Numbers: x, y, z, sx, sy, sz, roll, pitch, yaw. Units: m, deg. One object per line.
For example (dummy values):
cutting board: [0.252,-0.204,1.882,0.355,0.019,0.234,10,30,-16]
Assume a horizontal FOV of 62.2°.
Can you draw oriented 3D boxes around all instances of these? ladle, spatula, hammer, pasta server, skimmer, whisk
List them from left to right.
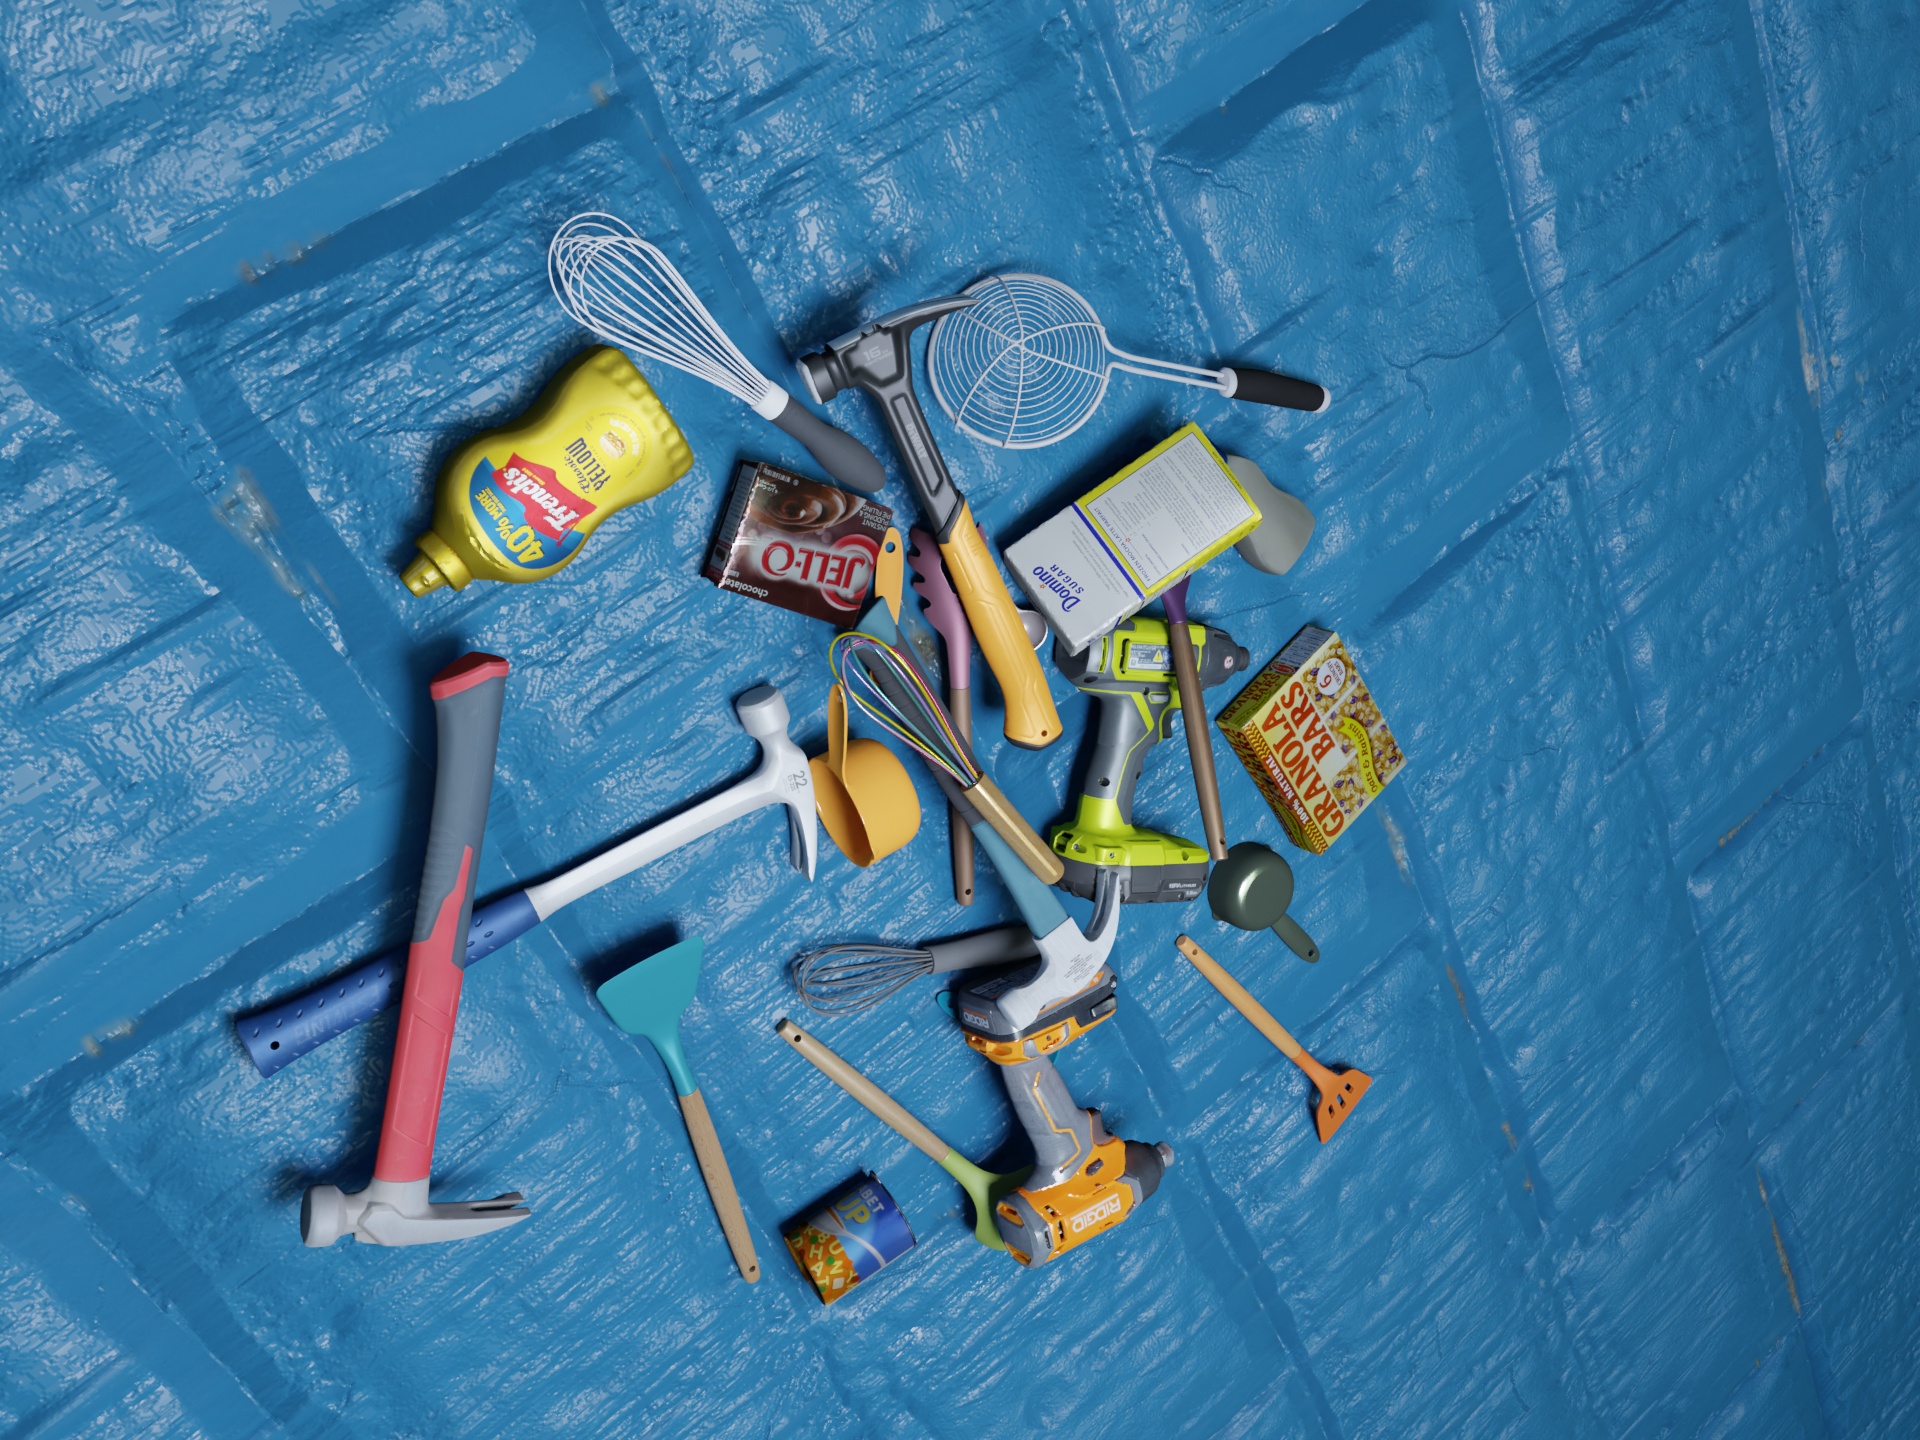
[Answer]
hammer: [-0.317,0.149,1.010,0.143,0.038,0.386,6,100,-33]
hammer: [-0.276,0.125,1.071,0.405,0.035,0.144,-28,116,-21]
spatula: [-0.191,0.297,1.168,0.082,0.044,0.317,-26,117,-26]
whisk: [-0.149,-0.226,1.036,0.284,0.070,0.070,34,86,-38]
ladle: [-0.037,0.329,1.278,0.320,0.062,0.078,44,80,-25]
whisk: [-0.022,0.187,1.236,0.239,0.055,0.055,-6,107,-33]
whisk: [-0.008,0.028,1.127,0.047,0.051,0.244,-38,109,8]
pasta server: [-0.002,-0.004,1.201,0.060,0.040,0.316,-8,114,-13]
hammer: [0.009,-0.125,1.112,0.127,0.034,0.336,-27,117,-7]
hammer: [0.010,0.060,1.168,0.128,0.033,0.331,-35,103,-16]
skimmer: [0.141,-0.258,1.210,0.363,0.090,0.127,-2,85,-41]
spatula: [0.173,-0.049,1.223,0.059,0.018,0.316,-2,78,-33]
spatula: [0.289,0.290,1.466,0.081,0.041,0.322,-50,118,-9]

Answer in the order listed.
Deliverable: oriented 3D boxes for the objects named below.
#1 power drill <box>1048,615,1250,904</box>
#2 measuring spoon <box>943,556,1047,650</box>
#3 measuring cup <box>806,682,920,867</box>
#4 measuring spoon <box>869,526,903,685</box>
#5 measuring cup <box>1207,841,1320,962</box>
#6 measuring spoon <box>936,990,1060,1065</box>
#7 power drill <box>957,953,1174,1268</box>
power drill: [0.150,0.029,1.275,0.171,0.080,0.223,2,100,-30]
measuring spoon: [0.020,-0.099,1.199,0.034,0.018,0.124,-43,115,1]
measuring cup: [-0.066,0.027,1.114,0.052,0.095,0.173,-26,143,-25]
measuring spoon: [-0.055,-0.083,1.160,0.021,0.011,0.117,0,101,-23]
measuring cup: [0.286,0.175,1.418,0.083,0.038,0.167,-51,120,-9]
measuring spoon: [0.027,0.251,1.304,0.128,0.021,0.042,33,74,-24]
power drill: [0.091,0.305,1.281,0.164,0.084,0.226,-17,100,-30]
